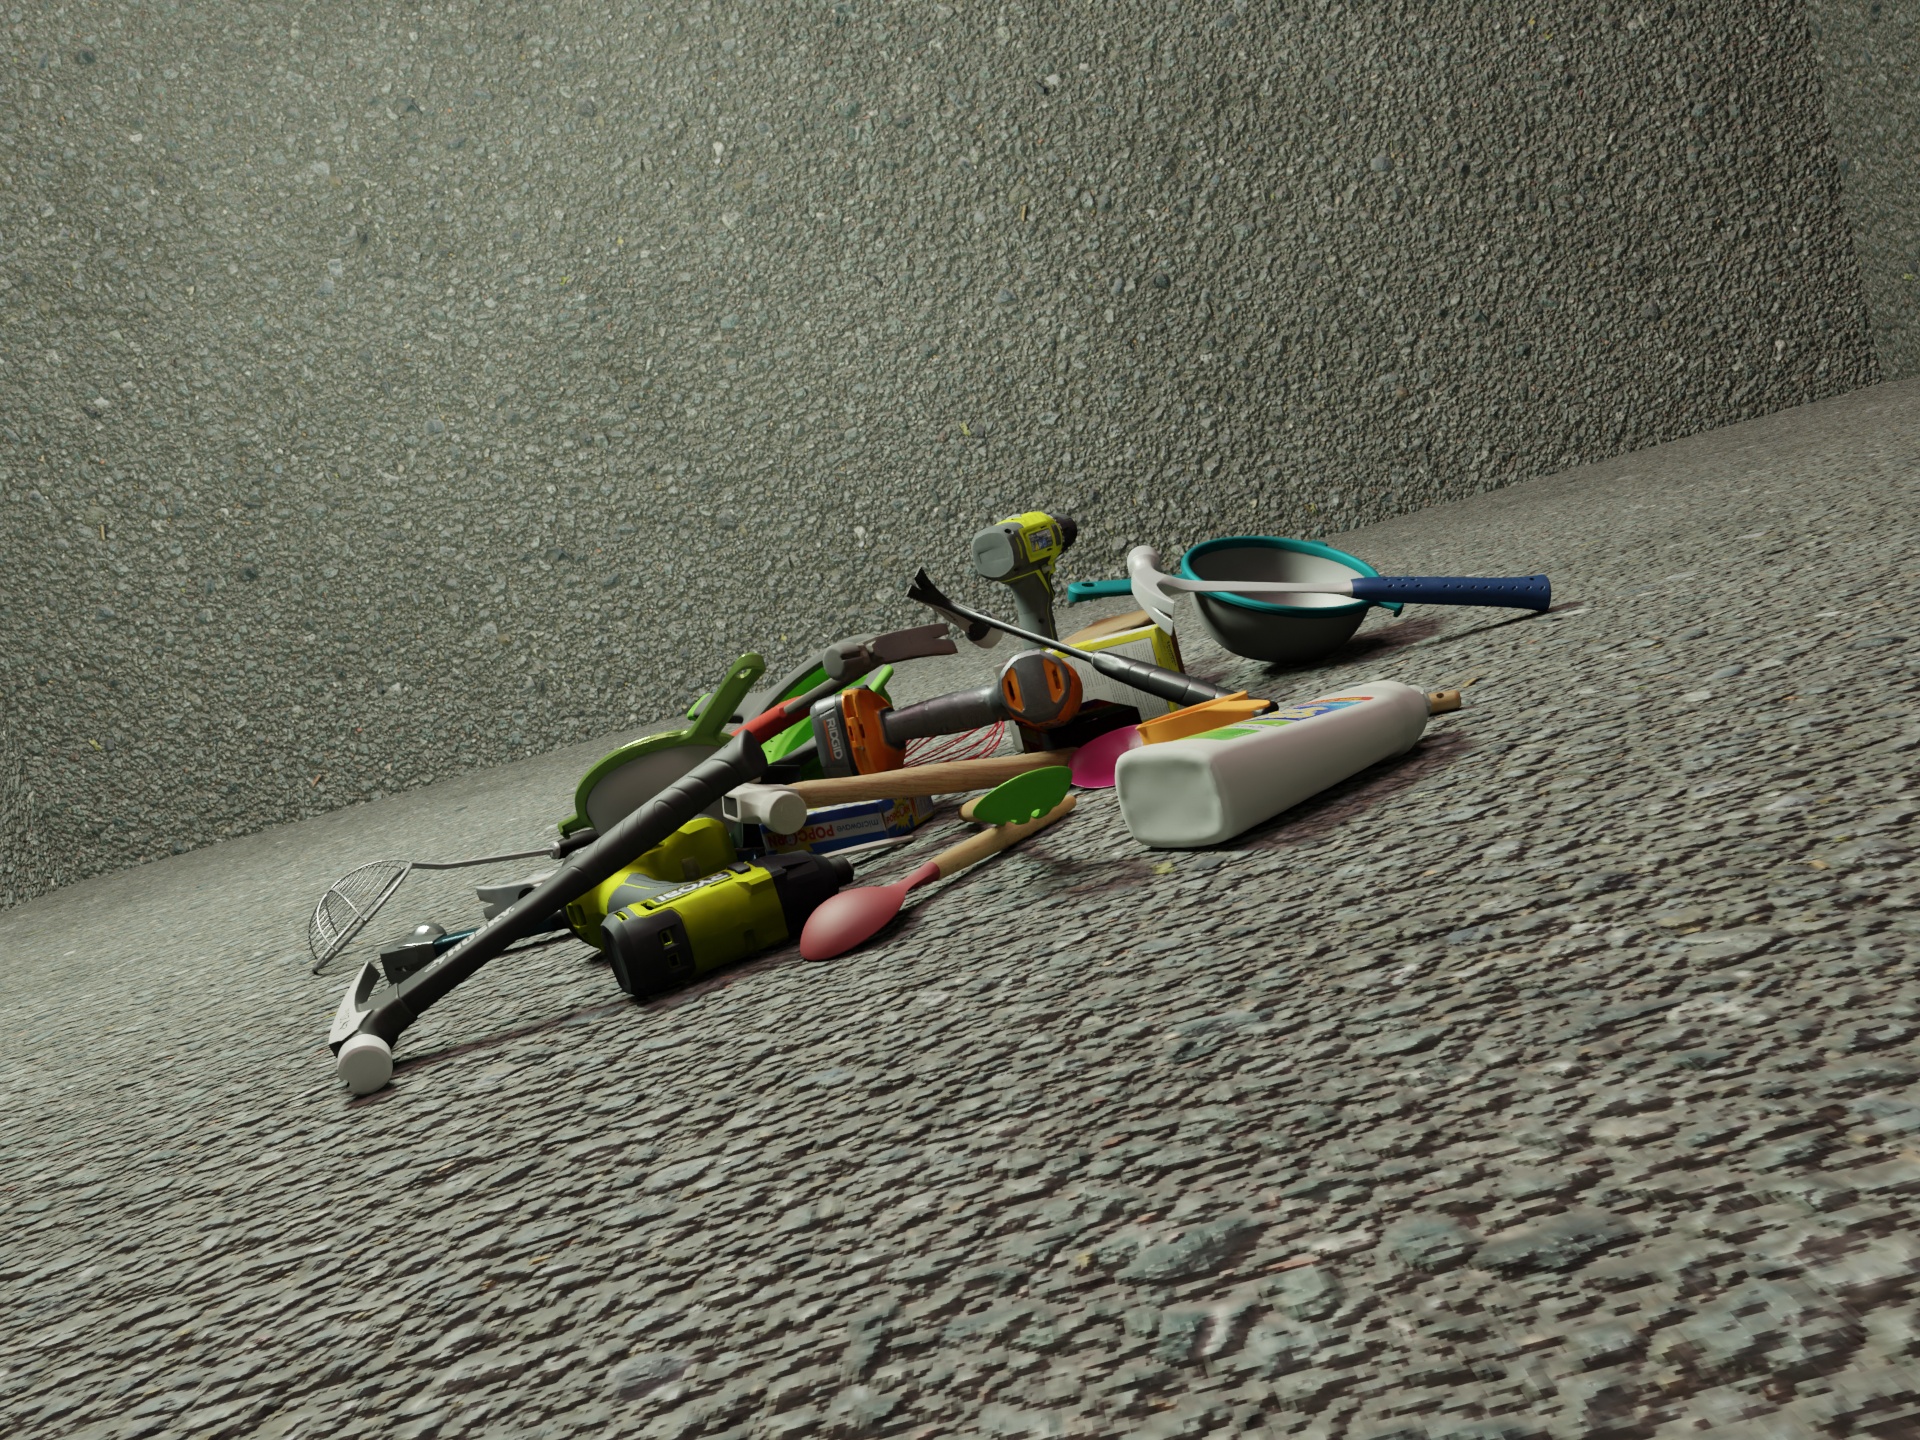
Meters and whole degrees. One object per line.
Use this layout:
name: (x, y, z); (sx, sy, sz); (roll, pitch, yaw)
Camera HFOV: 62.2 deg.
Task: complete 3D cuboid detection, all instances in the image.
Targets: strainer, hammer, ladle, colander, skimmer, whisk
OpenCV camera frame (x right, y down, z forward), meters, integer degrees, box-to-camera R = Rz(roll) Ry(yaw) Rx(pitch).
strainer: (-0.206, 0.046, 1.252); (0.151, 0.069, 0.256); (2, -35, -35)
hammer: (-0.317, 0.158, 1.301); (0.331, 0.033, 0.128); (-15, 6, 6)
ladle: (-0.003, 0.099, 1.113); (0.069, 0.031, 0.315); (-11, 7, 38)
hammer: (0.371, -0.126, 1.555); (0.405, 0.035, 0.144); (1, 29, 0)
hammer: (0.115, -0.059, 1.434); (0.409, 0.036, 0.149); (22, -4, 43)
colander: (-0.177, 0.012, 1.693); (0.204, 0.094, 0.397); (-51, 26, -22)
hammer: (-0.037, 0.049, 1.277); (0.331, 0.031, 0.130); (-6, 8, -34)
strainer: (0.273, -0.112, 1.667); (0.340, 0.095, 0.211); (-5, 28, -14)
hammer: (-0.166, -0.002, 1.502); (0.359, 0.037, 0.149); (-29, -10, 41)
skimmer: (-0.451, 0.166, 1.557); (0.363, 0.090, 0.127); (-8, -9, -33)
whisk: (-0.060, 0.045, 1.558); (0.296, 0.073, 0.073); (-29, 13, -34)
hammer: (-0.270, 0.113, 1.064); (0.335, 0.035, 0.146); (-37, 20, -11)
hammer: (-0.302, 0.115, 1.597); (0.143, 0.038, 0.386); (-13, 7, 34)

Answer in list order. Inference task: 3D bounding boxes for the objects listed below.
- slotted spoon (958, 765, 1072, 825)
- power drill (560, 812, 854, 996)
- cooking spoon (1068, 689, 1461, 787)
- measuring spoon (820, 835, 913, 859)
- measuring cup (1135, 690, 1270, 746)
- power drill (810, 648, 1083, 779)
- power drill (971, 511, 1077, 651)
slotted spoon: (0.026, 0.062, 1.147); (0.070, 0.031, 0.314); (-19, -3, -9)
power drill: (-0.187, 0.124, 1.128); (0.171, 0.080, 0.223); (-20, 12, -26)
cooking spoon: (0.236, 0.012, 1.270); (0.319, 0.017, 0.069); (-11, 39, 22)
measuring spoon: (-0.088, 0.111, 1.265); (0.124, 0.018, 0.034); (-12, 6, -33)
measuring cup: (0.195, 0.013, 1.180); (0.095, 0.052, 0.173); (-18, 3, -14)
power drill: (-0.002, -0.004, 1.407); (0.226, 0.084, 0.164); (-15, -6, 11)
power drill: (0.102, -0.127, 1.814); (0.080, 0.228, 0.190); (-11, 8, 32)
